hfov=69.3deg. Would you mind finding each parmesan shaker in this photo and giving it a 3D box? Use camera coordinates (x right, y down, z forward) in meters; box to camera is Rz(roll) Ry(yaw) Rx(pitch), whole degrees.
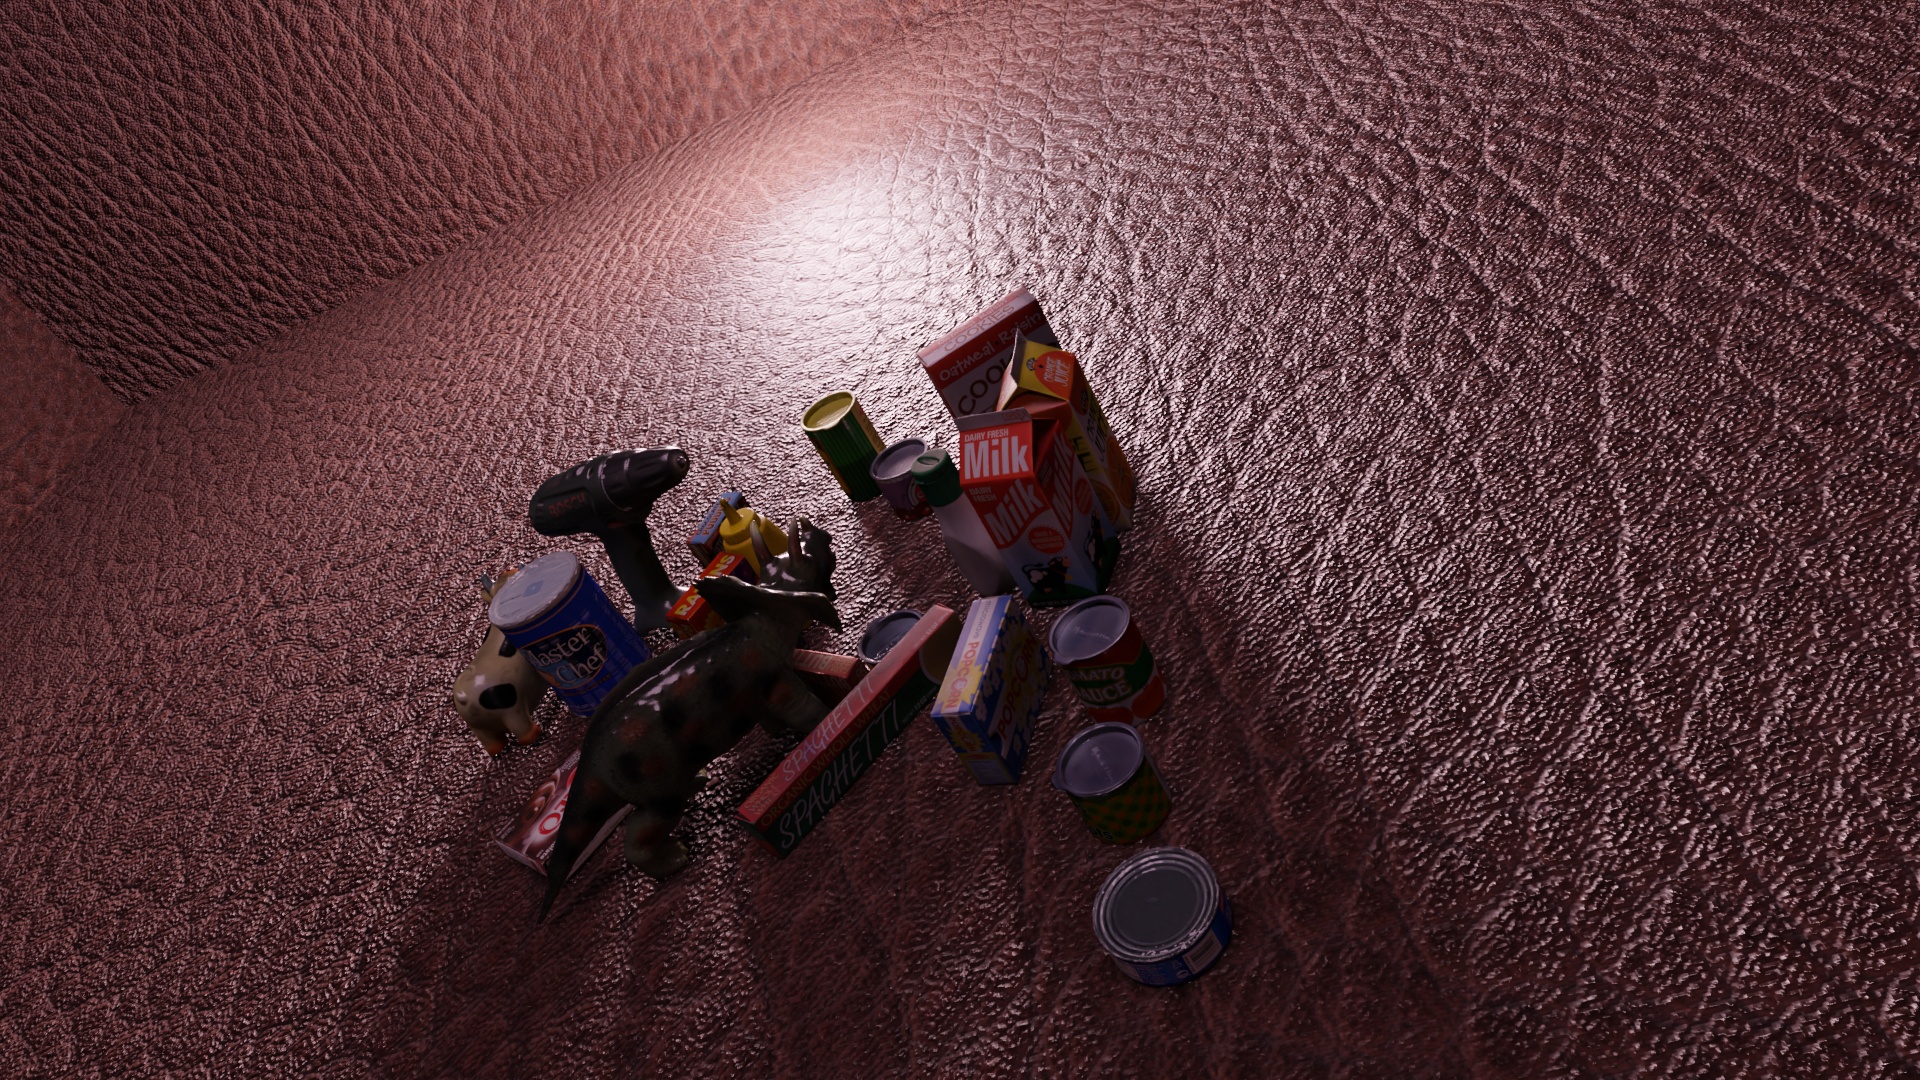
[{"bbox_3d":[-0.116,-0.098,1.476,0.071,0.102,0.072,-21,34,15],"label":"parmesan shaker"}]

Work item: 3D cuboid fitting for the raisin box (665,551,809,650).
[{"bbox_3d":[-0.205,0.084,1.286,0.040,0.123,0.086,6,48,43],"label":"raisin box"}]

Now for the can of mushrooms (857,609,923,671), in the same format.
[{"bbox_3d":[-0.056,0.094,1.237,0.071,0.033,0.071,-21,34,15],"label":"can of mushrooms"}]

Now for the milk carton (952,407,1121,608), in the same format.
[{"bbox_3d":[0.063,-0.035,1.171,0.072,0.190,0.074,-7,40,32],"label":"milk carton"}]

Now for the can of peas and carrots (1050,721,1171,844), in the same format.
[{"bbox_3d":[0.107,0.173,0.981,0.071,0.058,0.071,-21,34,15],"label":"can of peas and carrots"}]

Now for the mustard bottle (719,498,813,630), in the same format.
[{"bbox_3d":[-0.188,0.016,1.329,0.049,0.159,0.066,-4,42,35],"label":"mustard bottle"}]

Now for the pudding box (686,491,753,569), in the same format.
[{"bbox_3d":[-0.258,-0.009,1.518,0.030,0.049,0.084,-3,42,36],"label":"pudding box"}]

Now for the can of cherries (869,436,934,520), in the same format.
[{"bbox_3d":[-0.049,-0.062,1.416,0.071,0.058,0.072,-21,34,15],"label":"can of cherries"}]

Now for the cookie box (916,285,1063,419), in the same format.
[{"bbox_3d":[0.049,-0.143,1.347,0.123,0.166,0.040,-33,33,-4],"label":"cookie box"}]

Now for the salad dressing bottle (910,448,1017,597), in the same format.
[{"bbox_3d":[0.004,-0.015,1.231,0.064,0.147,0.044,14,53,47],"label":"salad dressing bottle"}]

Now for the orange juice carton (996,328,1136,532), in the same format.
[{"bbox_3d":[0.087,-0.093,1.227,0.073,0.192,0.072,-15,36,23],"label":"orange juice carton"}]

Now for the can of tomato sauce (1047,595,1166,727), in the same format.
[{"bbox_3d":[0.112,0.095,1.058,0.071,0.082,0.071,-21,34,15],"label":"can of tomato sauce"}]

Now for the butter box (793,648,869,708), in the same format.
[{"bbox_3d":[-0.118,0.124,1.229,0.103,0.053,0.024,4,46,41],"label":"butter box"}]

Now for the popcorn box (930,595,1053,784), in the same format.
[{"bbox_3d":[0.027,0.117,1.094,0.038,0.085,0.127,-10,38,29],"label":"popcorn box"}]

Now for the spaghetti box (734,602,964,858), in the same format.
[{"bbox_3d":[-0.083,0.156,1.161,0.251,0.050,0.029,-46,36,-22],"label":"spaghetti box"}]
